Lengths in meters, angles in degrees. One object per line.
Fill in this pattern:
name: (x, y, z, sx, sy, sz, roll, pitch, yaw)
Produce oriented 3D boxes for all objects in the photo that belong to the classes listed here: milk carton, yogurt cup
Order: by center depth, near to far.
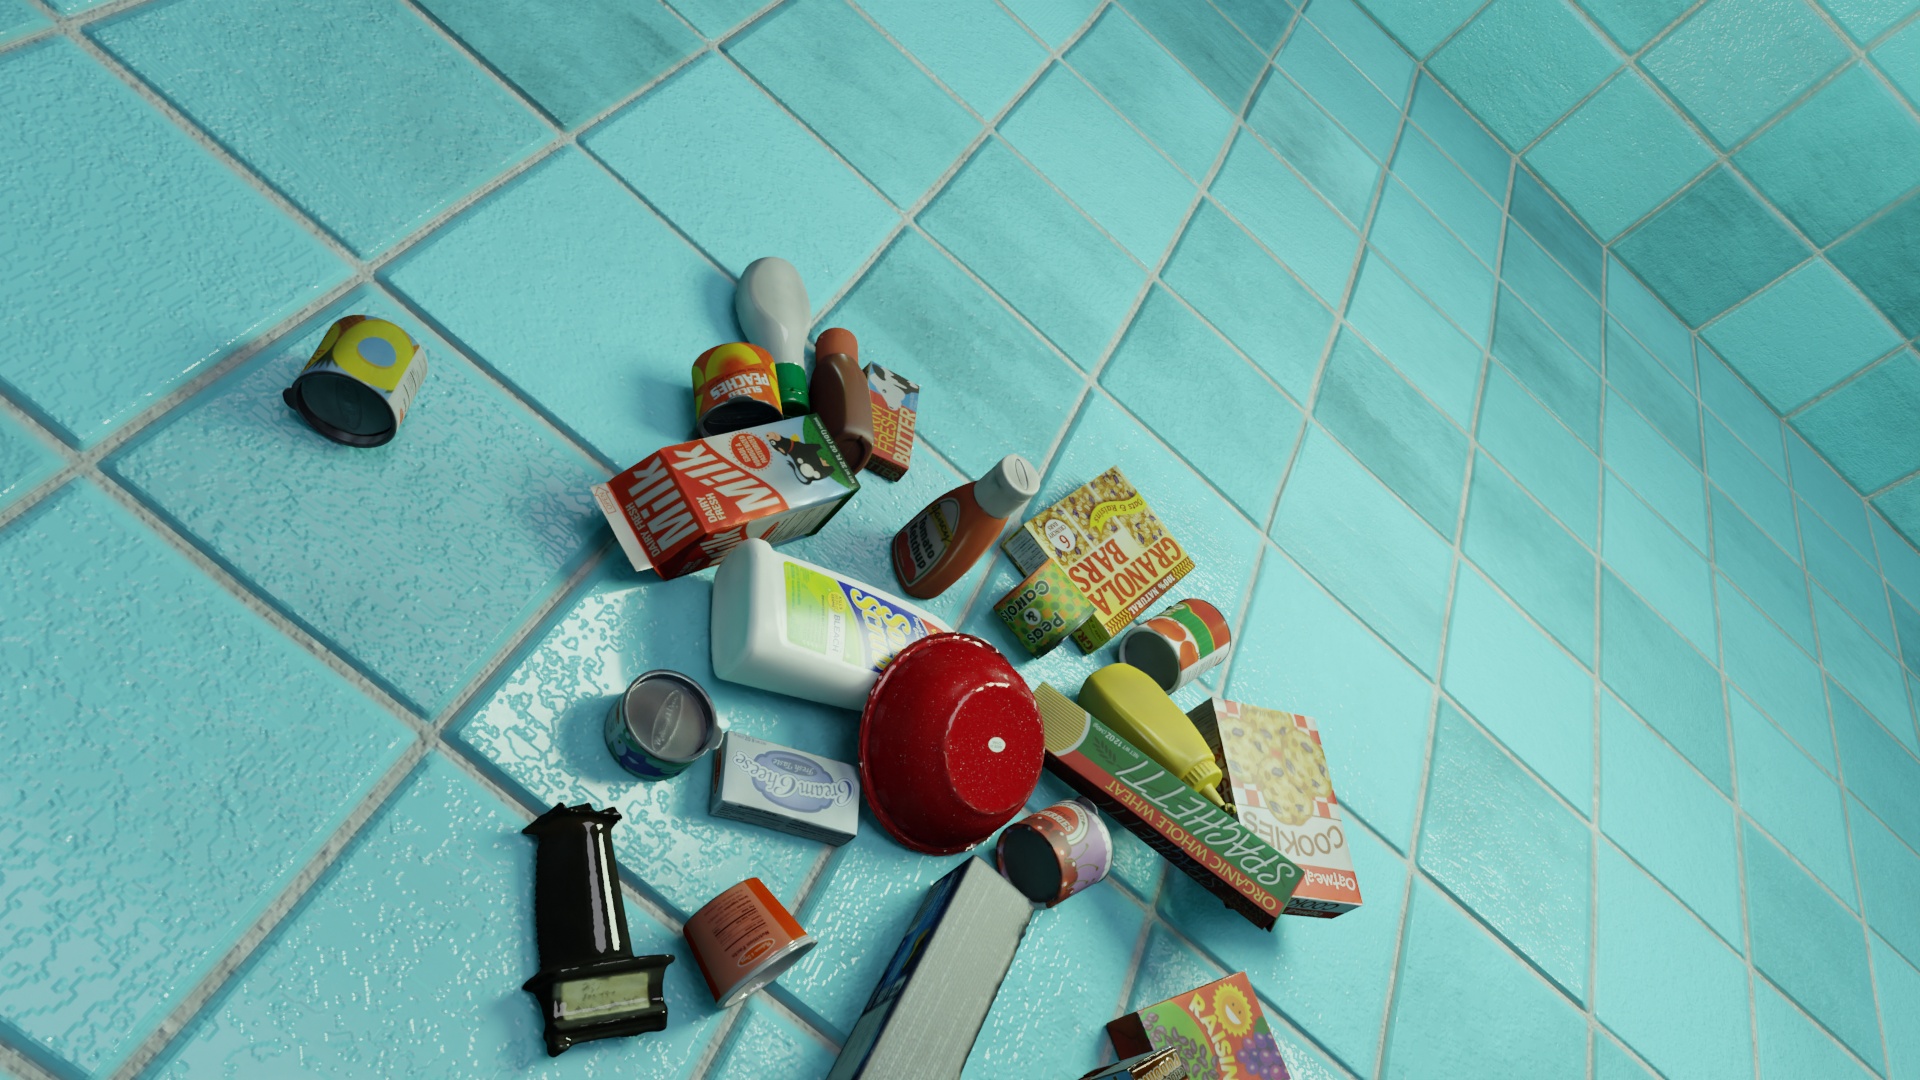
yogurt cup: (-0.131, 0.242, 0.843, 0.073, 0.072, 0.054, -20, 66, -47)
milk carton: (-0.173, -0.030, 1.006, 0.191, 0.073, 0.072, -20, 74, -46)

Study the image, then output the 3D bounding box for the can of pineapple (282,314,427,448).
can of pineapple: (-0.385, -0.103, 0.889, 0.071, 0.070, 0.058, 28, 45, -21)

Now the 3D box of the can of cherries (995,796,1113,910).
can of cherries: (0.068, 0.227, 1.016, 0.058, 0.071, 0.071, -13, 69, -44)

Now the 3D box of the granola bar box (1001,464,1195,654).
granola bar box: (0.127, 0.014, 1.251, 0.124, 0.039, 0.166, 52, 41, 6)

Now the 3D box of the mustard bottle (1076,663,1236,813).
mustard bottle: (0.162, 0.166, 1.119, 0.065, 0.048, 0.161, -12, 45, -38)

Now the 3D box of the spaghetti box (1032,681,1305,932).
spaghetti box: (0.147, 0.201, 1.066, 0.250, 0.028, 0.050, 35, 57, 14)

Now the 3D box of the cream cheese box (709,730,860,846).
cream cheese box: (-0.118, 0.168, 0.939, 0.104, 0.024, 0.053, 21, 49, -27)

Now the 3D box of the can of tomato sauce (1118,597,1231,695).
can of tomato sauce: (0.187, 0.093, 1.222, 0.083, 0.071, 0.071, -22, 75, -46)

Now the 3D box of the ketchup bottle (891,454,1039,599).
ketchup bottle: (0.004, -0.014, 1.086, 0.043, 0.148, 0.065, 10, 54, -37)

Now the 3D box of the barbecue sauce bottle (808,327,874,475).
barbecue sauce bottle: (-0.101, -0.117, 1.145, 0.043, 0.064, 0.149, 23, 39, -28)

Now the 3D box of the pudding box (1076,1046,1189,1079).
pudding box: (0.107, 0.368, 0.931, 0.050, 0.083, 0.030, -7, 68, -44)

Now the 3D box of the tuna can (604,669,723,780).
tuna can: (-0.193, 0.121, 0.904, 0.071, 0.032, 0.071, 22, 48, -26)

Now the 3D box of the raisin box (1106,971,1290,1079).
raisin box: (0.175, 0.375, 1.016, 0.124, 0.040, 0.086, -3, 61, -40)

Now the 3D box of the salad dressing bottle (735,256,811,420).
salad dressing bottle: (-0.151, -0.166, 1.152, 0.064, 0.043, 0.148, 13, 53, -36)

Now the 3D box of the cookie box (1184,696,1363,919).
cookie box: (0.256, 0.221, 1.142, 0.123, 0.040, 0.168, 15, 52, -31)

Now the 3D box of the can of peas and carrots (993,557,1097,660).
can of peas and carrots: (0.068, 0.057, 1.148, 0.059, 0.070, 0.071, 49, 41, 3)

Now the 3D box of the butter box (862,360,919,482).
butter box: (-0.066, -0.102, 1.188, 0.053, 0.024, 0.104, 25, 46, -23)

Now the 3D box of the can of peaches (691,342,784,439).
can of peaches: (-0.172, -0.112, 1.072, 0.071, 0.071, 0.058, 11, 52, -34)
